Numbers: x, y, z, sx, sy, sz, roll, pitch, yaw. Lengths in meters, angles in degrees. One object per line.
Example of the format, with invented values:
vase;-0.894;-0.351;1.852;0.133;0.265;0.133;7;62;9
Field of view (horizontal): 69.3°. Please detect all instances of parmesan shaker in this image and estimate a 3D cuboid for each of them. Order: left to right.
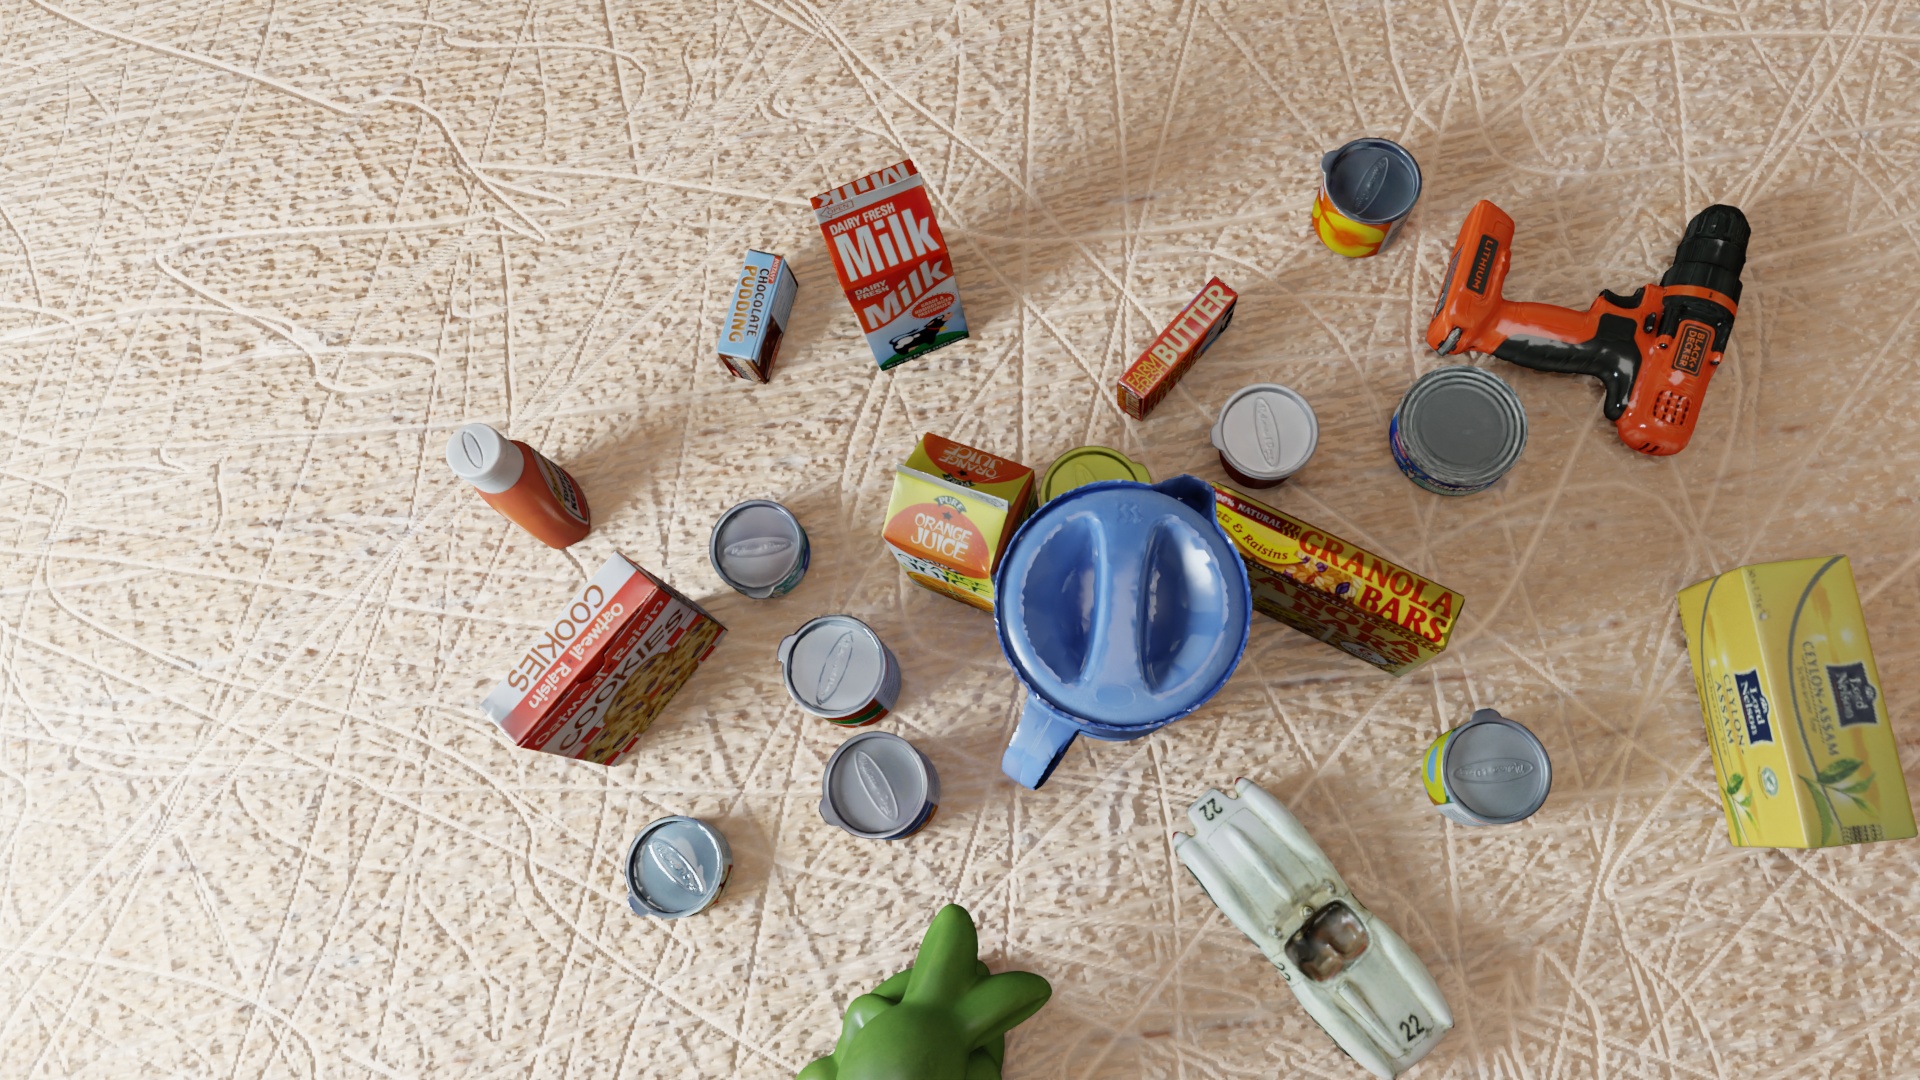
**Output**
parmesan shaker;0.090;-0.017;0.919;0.071;0.103;0.071;-1;76;5

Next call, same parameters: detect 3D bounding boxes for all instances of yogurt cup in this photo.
yogurt cup;0.206;-0.068;0.947;0.072;0.054;0.072;-1;76;5

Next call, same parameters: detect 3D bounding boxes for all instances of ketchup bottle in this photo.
ketchup bottle;-0.298;-0.039;0.935;0.043;0.148;0.065;-28;76;-2

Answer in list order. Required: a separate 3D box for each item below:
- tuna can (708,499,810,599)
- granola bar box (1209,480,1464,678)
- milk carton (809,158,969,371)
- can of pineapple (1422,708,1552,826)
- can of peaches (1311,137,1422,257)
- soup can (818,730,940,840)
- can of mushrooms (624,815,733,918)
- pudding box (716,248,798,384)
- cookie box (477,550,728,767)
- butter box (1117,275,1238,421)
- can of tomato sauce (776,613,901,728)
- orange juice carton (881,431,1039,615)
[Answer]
tuna can;-0.139;0.009;0.969;0.071;0.032;0.071;-1;76;5
granola bar box;0.223;0.027;0.886;0.166;0.124;0.039;26;80;11
milk carton;-0.047;-0.188;0.928;0.072;0.190;0.073;-21;76;0
can of pineapple;0.332;0.146;0.881;0.071;0.057;0.071;-1;76;5
can of peaches;0.283;-0.242;0.981;0.071;0.058;0.071;-1;76;5
soup can;-0.052;0.161;0.897;0.071;0.083;0.071;-1;76;5
can of mushrooms;-0.188;0.218;0.921;0.071;0.033;0.071;-1;76;5
pudding box;-0.146;-0.161;1.003;0.030;0.049;0.084;13;78;8
cookie box;-0.221;0.081;0.889;0.040;0.167;0.123;38;83;12
butter box;0.151;-0.132;0.968;0.024;0.053;0.103;41;83;13
can of tomato sauce;-0.079;0.088;0.918;0.071;0.083;0.071;-1;76;5
orange juice carton;0.003;-0.011;0.879;0.072;0.192;0.073;21;79;10
